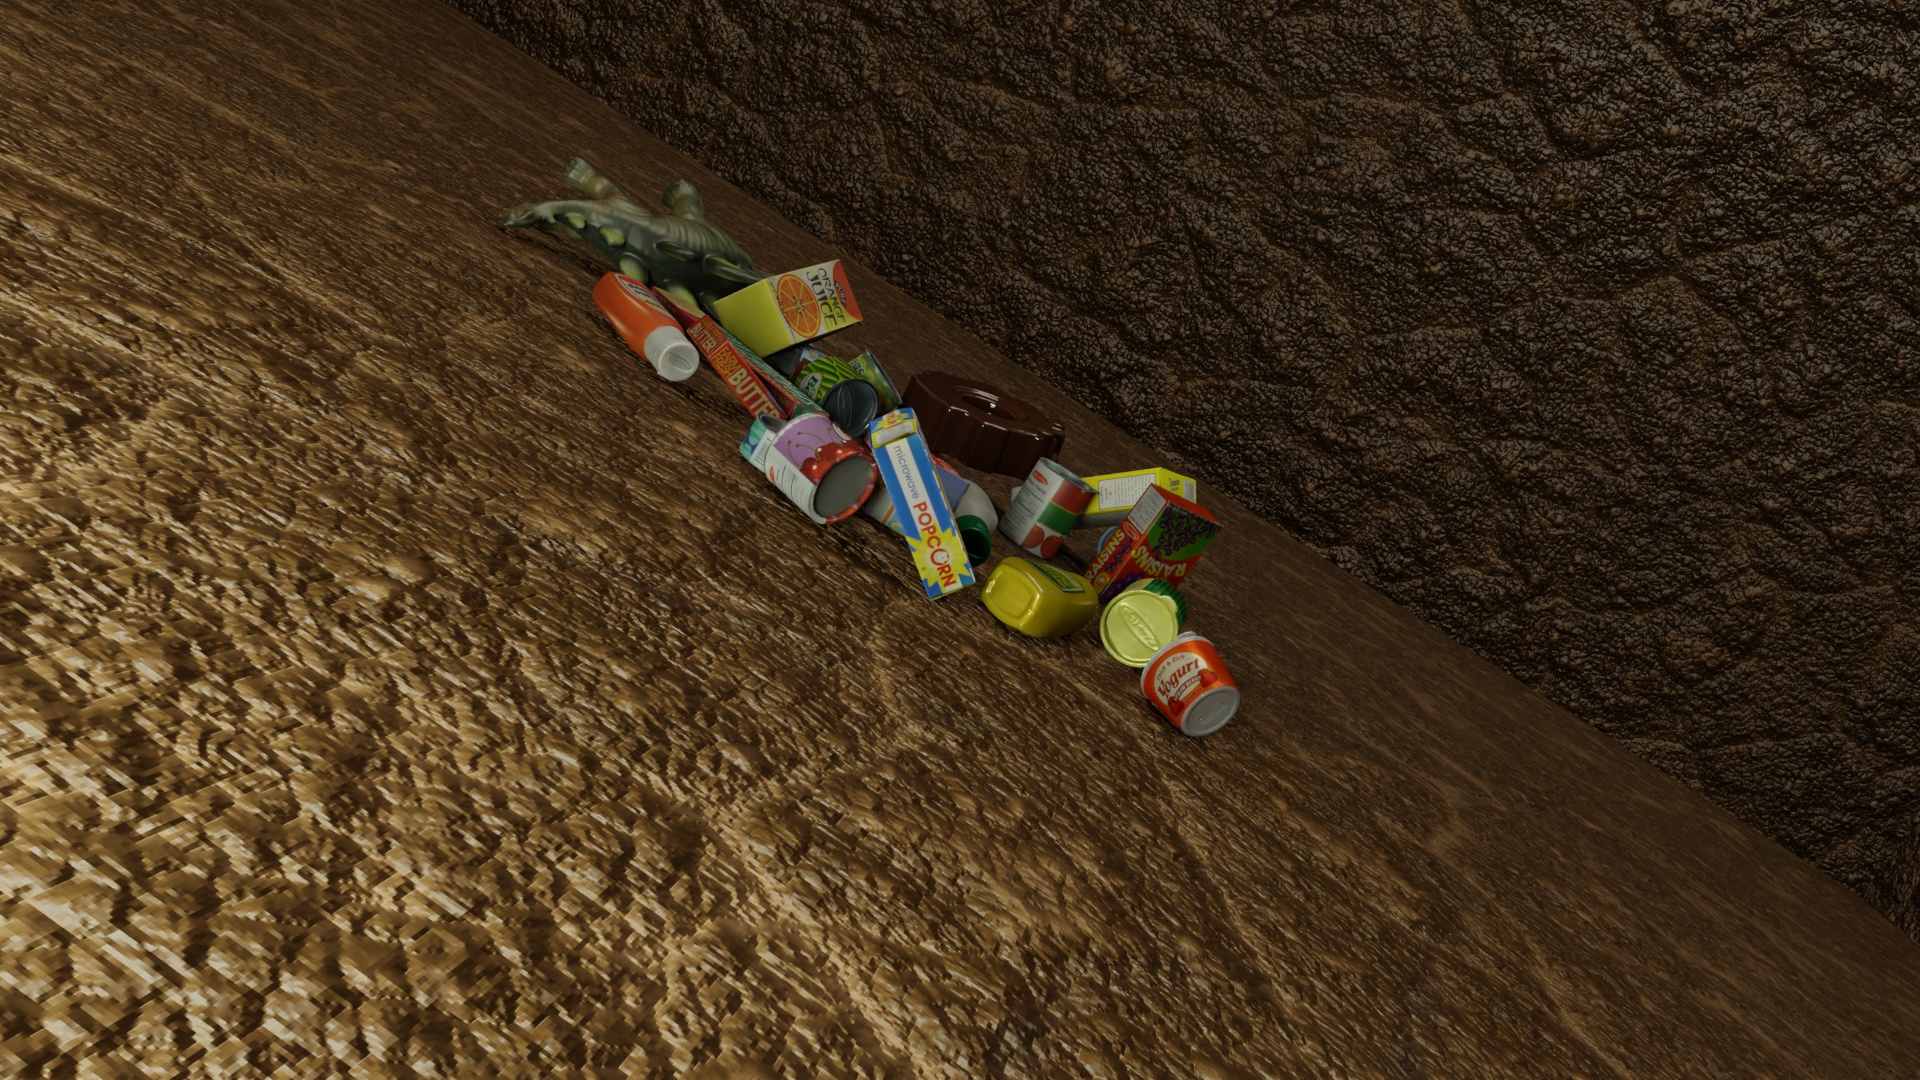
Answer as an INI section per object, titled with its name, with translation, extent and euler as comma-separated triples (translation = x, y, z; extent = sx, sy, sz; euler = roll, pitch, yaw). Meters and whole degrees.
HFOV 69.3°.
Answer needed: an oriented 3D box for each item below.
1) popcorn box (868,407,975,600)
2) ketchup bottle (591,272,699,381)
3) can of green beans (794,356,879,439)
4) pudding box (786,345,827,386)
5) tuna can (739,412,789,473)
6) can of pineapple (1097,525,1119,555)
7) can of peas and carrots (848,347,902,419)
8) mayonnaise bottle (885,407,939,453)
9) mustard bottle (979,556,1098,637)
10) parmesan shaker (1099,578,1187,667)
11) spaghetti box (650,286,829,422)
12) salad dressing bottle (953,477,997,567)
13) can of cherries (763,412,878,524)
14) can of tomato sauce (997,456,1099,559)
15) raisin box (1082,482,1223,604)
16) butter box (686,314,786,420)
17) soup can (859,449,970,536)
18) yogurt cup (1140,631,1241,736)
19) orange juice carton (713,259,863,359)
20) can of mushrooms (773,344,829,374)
[popcorn box]
translation = -0.030, -0.029, 1.041
extent = 0.085, 0.038, 0.126
euler = -109, 179, -73
[ketchup bottle]
translation = -0.272, -0.185, 1.215
extent = 0.064, 0.043, 0.149
euler = 30, 11, -43
[can of green beans]
translation = -0.121, -0.139, 1.354
extent = 0.071, 0.071, 0.058
euler = 22, 15, -42
[pudding box]
translation = -0.158, -0.167, 1.414
extent = 0.030, 0.049, 0.084
euler = 28, 12, -11
[tuna can]
translation = -0.141, -0.072, 1.111
extent = 0.071, 0.032, 0.071
euler = 31, 12, -7
[can of pineapple]
translation = 0.186, 0.006, 1.530
extent = 0.071, 0.071, 0.058
euler = 33, 12, 4
[can of peas and carrots]
translation = -0.102, -0.155, 1.428
extent = 0.071, 0.058, 0.071
euler = 57, 5, -7
[mayonnaise bottle]
translation = -0.082, -0.140, 1.513
extent = 0.148, 0.041, 0.065
euler = 27, 16, -22
[mustard bottle]
translation = 0.075, 0.048, 1.133
extent = 0.065, 0.048, 0.160
euler = 39, 14, 25
[parmesan shaker]
translation = 0.165, 0.069, 1.220
extent = 0.071, 0.071, 0.103
euler = 34, 12, 10
[spaghetti box]
translation = -0.219, -0.172, 1.333
extent = 0.251, 0.028, 0.050
euler = 39, 15, 33
[salad dressing bottle]
translation = 0.004, -0.015, 1.227
extent = 0.064, 0.044, 0.148
euler = 32, 13, -11
[can of cherries]
translation = -0.103, -0.056, 1.050
extent = 0.058, 0.071, 0.071
euler = 40, 14, 33
[can of tomato sauce]
translation = 0.088, -0.031, 1.401
extent = 0.071, 0.083, 0.071
euler = 31, 12, -7
[raisin box]
translation = 0.189, 0.013, 1.375
extent = 0.086, 0.123, 0.040
euler = 22, 21, -39
[butter box]
translation = -0.193, -0.144, 1.197
extent = 0.053, 0.024, 0.103
euler = 49, -4, 43
[soup can]
translation = -0.045, -0.038, 1.143
extent = 0.084, 0.071, 0.071
euler = 31, 12, -2
[yogurt cup]
translation = 0.184, 0.117, 1.094
extent = 0.072, 0.072, 0.054
euler = 22, 23, -40
[orange juice carton]
translation = -0.168, -0.244, 1.463
extent = 0.193, 0.073, 0.071
euler = -36, 106, -59
[can of mushrooms]
translation = -0.170, -0.197, 1.542
extent = 0.071, 0.033, 0.071
euler = 30, 11, -6
